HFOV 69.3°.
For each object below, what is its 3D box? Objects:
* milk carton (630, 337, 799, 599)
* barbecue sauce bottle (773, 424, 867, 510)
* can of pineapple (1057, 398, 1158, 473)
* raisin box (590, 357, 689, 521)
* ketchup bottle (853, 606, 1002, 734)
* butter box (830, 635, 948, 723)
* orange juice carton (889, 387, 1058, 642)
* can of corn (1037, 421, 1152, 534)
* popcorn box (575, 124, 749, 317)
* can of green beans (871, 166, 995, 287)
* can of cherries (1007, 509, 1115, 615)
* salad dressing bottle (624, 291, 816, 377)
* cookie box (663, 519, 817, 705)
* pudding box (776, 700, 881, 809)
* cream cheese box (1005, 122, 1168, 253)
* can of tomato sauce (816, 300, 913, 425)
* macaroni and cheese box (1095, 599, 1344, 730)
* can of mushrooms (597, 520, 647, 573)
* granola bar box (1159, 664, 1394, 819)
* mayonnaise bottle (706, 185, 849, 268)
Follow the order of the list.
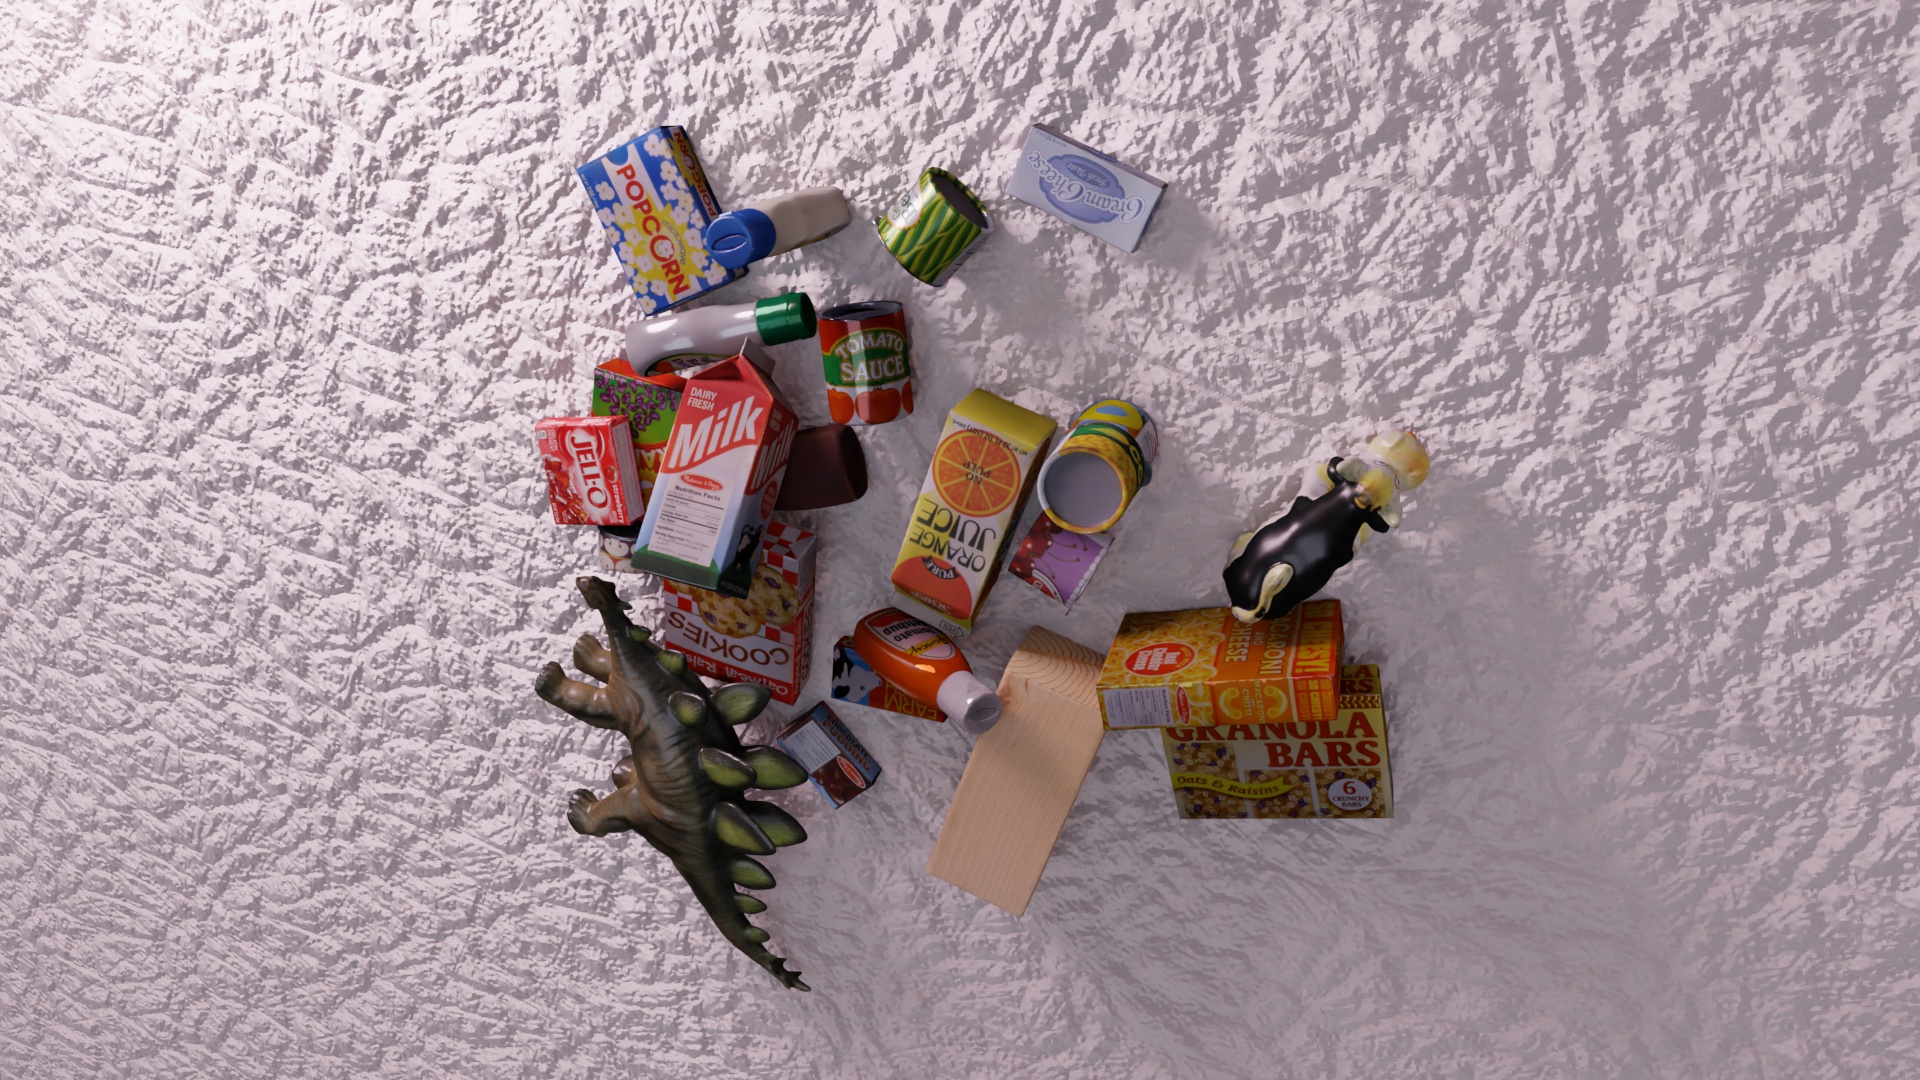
[{"bbox_3d":[-0.180,-0.057,1.065,0.073,0.072,0.190,14,84,12],"label":"milk carton"},{"bbox_3d":[-0.152,-0.053,1.129,0.148,0.044,0.064,-8,105,21],"label":"barbecue sauce bottle"},{"bbox_3d":[0.107,-0.066,1.030,0.071,0.058,0.070,6,112,16],"label":"can of pineapple"},{"bbox_3d":[-0.264,-0.081,1.158,0.086,0.040,0.122,16,113,12],"label":"raisin box"},{"bbox_3d":[-0.023,0.102,1.092,0.149,0.065,0.043,35,128,48],"label":"ketchup bottle"},{"bbox_3d":[-0.057,0.117,1.172,0.103,0.024,0.053,11,113,15],"label":"butter box"},{"bbox_3d":[0.004,-0.013,1.076,0.072,0.073,0.191,25,116,8],"label":"orange juice carton"},{"bbox_3d":[0.095,-0.044,0.976,0.071,0.058,0.071,7,113,16],"label":"can of corn"},{"bbox_3d":[-0.232,-0.249,1.085,0.085,0.038,0.126,-18,104,24],"label":"popcorn box"},{"bbox_3d":[-0.018,-0.227,1.006,0.071,0.071,0.057,46,116,-3],"label":"can of green beans"},{"bbox_3d":[0.076,0.013,1.064,0.058,0.072,0.071,32,116,5],"label":"can of cherries"},{"bbox_3d":[-0.188,-0.163,1.092,0.147,0.064,0.044,-10,88,13],"label":"salad dressing bottle"},{"bbox_3d":[-0.186,0.051,1.158,0.123,0.040,0.166,18,130,12],"label":"cookie box"},{"bbox_3d":[-0.115,0.188,1.215,0.049,0.030,0.083,-38,95,25],"label":"pudding box"},{"bbox_3d":[0.089,-0.250,0.986,0.104,0.024,0.053,27,117,7],"label":"cream cheese box"},{"bbox_3d":[-0.071,-0.135,1.057,0.071,0.071,0.082,1,111,18],"label":"can of tomato sauce"},{"bbox_3d":[0.195,0.091,1.024,0.166,0.124,0.040,-5,111,19],"label":"macaroni and cheese box"},{"bbox_3d":[-0.271,0.001,1.175,0.071,0.071,0.033,12,114,14],"label":"can of mushrooms"},{"bbox_3d":[0.242,0.156,1.067,0.165,0.039,0.123,-4,121,20],"label":"granola bar box"},{"bbox_3d":[-0.134,-0.225,0.999,0.064,0.149,0.041,-12,106,22],"label":"mayonnaise bottle"}]
